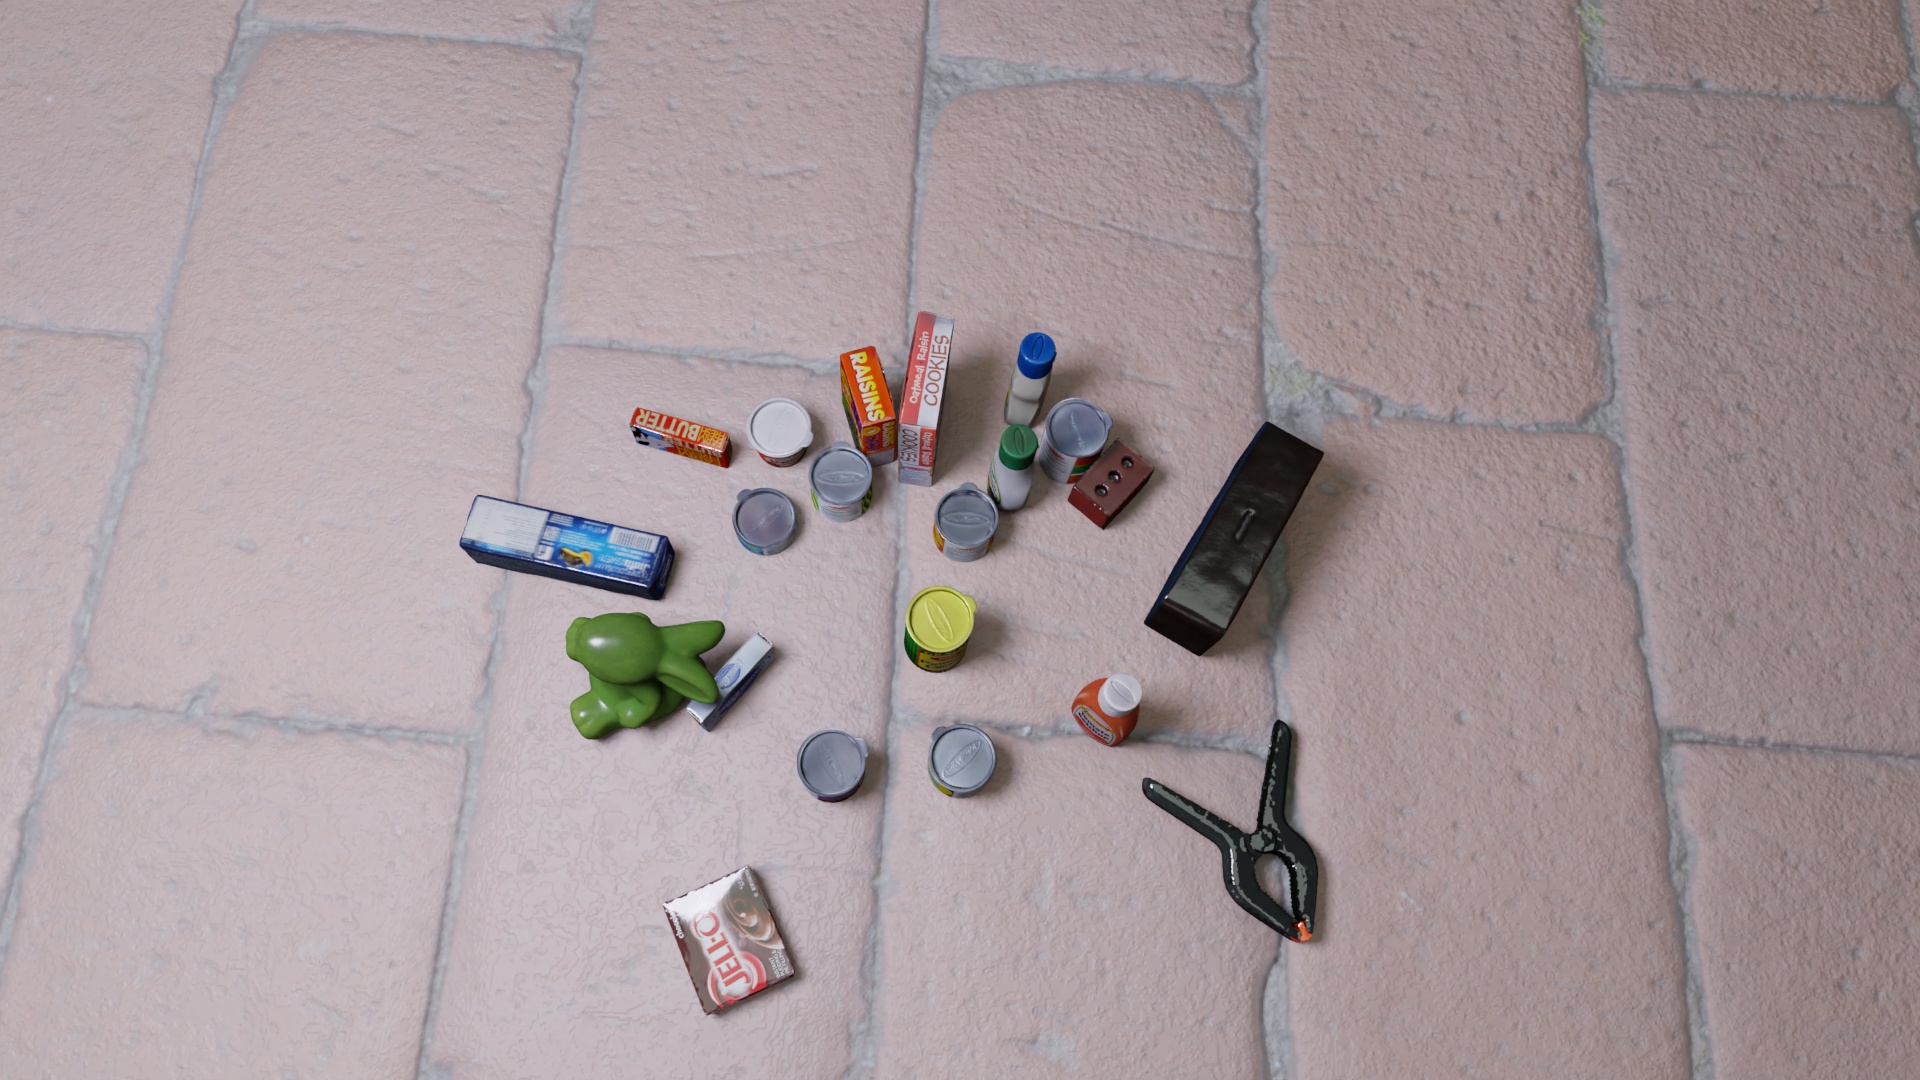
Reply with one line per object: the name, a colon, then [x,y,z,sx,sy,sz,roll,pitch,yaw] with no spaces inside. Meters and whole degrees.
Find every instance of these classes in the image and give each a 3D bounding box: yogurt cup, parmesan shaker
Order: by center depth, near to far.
parmesan shaker: [-0.020,0.089,1.385,0.071,0.102,0.071,1,72,-3]
yogurt cup: [-0.190,-0.111,1.467,0.072,0.053,0.072,1,72,-3]

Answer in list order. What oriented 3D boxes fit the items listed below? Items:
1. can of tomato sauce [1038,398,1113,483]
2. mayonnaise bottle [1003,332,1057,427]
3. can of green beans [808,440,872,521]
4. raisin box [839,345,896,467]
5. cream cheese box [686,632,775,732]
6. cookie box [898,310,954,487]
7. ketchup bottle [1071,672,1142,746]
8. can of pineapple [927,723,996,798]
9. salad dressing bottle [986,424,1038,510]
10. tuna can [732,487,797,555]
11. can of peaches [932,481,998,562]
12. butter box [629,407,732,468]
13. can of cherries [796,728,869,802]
can of tomato sauce: [0.120,-0.105,1.468,0.071,0.083,0.071,1,72,-3]
mayonnaise bottle: [0.073,-0.170,1.453,0.041,0.147,0.065,16,72,2]
can of green beans: [-0.125,-0.059,1.452,0.071,0.057,0.071,1,72,-3]
raisin box: [-0.095,-0.136,1.444,0.040,0.123,0.086,-15,74,-8]
cream cheese box: [-0.227,0.141,1.382,0.024,0.053,0.104,39,74,9]
cookie box: [-0.038,-0.142,1.427,0.040,0.167,0.123,8,72,-1]
ketchup bottle: [0.146,0.160,1.348,0.065,0.148,0.043,41,75,10]
can of pineapple: [0.000,0.216,1.369,0.071,0.057,0.071,1,72,-3]
salad dressing bottle: [0.054,-0.076,1.421,0.044,0.147,0.064,-4,73,-5]
tuna can: [-0.205,-0.021,1.447,0.071,0.032,0.071,1,72,-3]
can of peaches: [0.005,-0.018,1.446,0.071,0.058,0.071,1,72,-3]
butter box: [-0.292,-0.108,1.460,0.103,0.053,0.024,16,72,2]
can of cherries: [-0.123,0.220,1.360,0.071,0.058,0.071,1,72,-3]
